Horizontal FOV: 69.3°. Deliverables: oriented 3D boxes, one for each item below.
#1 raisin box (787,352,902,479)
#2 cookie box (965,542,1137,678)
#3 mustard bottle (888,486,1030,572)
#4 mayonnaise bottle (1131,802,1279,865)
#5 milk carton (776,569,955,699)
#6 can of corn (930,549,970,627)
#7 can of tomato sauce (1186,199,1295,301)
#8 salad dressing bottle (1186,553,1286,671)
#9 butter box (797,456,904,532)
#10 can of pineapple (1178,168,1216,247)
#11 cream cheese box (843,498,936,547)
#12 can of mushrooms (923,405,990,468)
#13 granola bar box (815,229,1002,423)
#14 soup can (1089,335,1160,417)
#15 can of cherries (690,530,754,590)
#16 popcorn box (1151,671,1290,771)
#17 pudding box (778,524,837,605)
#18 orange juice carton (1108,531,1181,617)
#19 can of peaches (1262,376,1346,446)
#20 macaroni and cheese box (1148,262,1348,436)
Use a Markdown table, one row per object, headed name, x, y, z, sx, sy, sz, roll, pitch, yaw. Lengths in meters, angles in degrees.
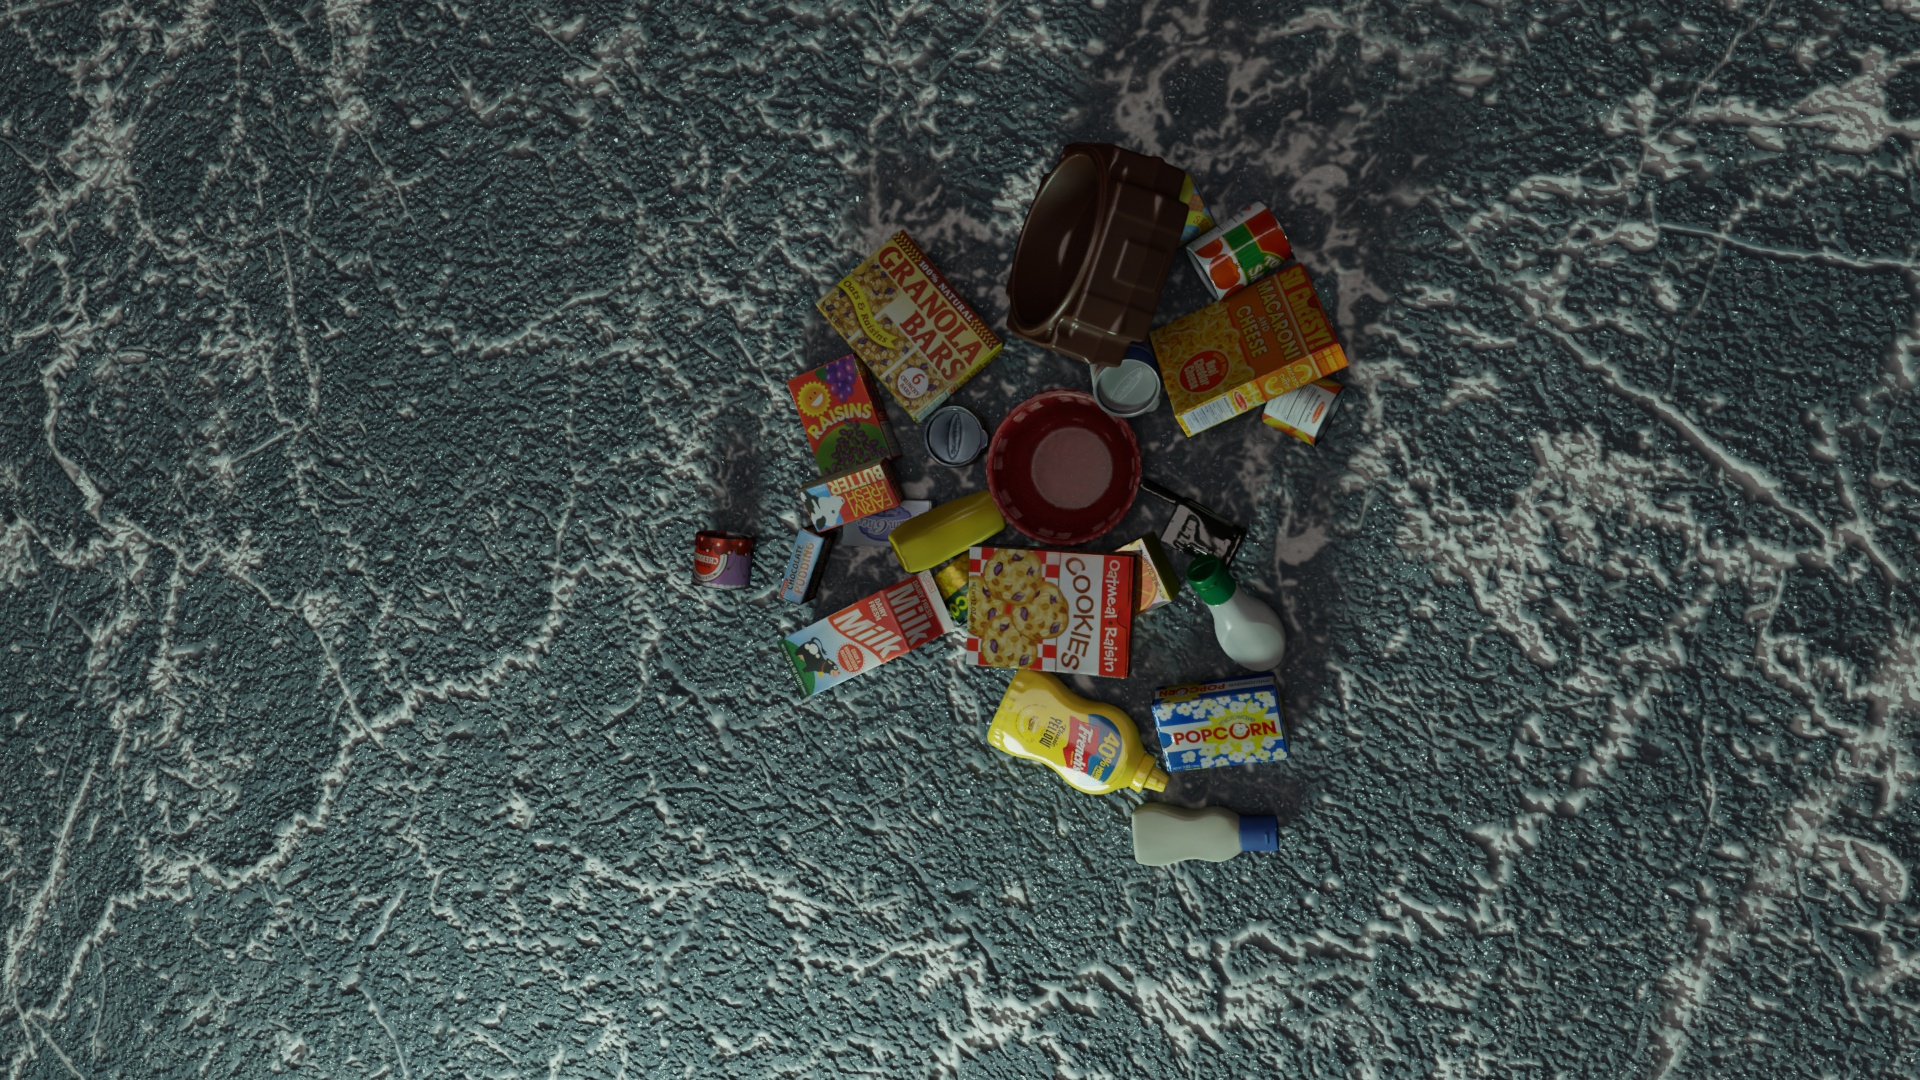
| name | x | y | z | sx | sy | sz | roll | pitch | yaw |
| --- | --- | --- | --- | --- | --- | --- | --- | --- | --- |
| raisin box | -0.126 | -0.133 | 1.518 | 0.086 | 0.040 | 0.123 | -21 | 91 | 18 |
| cookie box | 0.091 | 0.069 | 1.396 | 0.167 | 0.040 | 0.122 | 4 | 96 | 17 |
| mustard bottle | 0.005 | -0.018 | 1.470 | 0.160 | 0.065 | 0.048 | -24 | 111 | -9 |
| mayonnaise bottle | 0.256 | 0.306 | 1.449 | 0.148 | 0.041 | 0.064 | -4 | 96 | 15 |
| milk carton | -0.095 | 0.098 | 1.496 | 0.190 | 0.074 | 0.072 | -26 | 88 | 27 |
| can of corn | 0.006 | 0.050 | 1.481 | 0.071 | 0.071 | 0.058 | -39 | 83 | 16 |
| can of tomato sauce | 0.275 | -0.283 | 1.367 | 0.083 | 0.071 | 0.071 | -31 | 86 | 7 |
| salad dressing bottle | 0.273 | 0.071 | 1.377 | 0.064 | 0.044 | 0.147 | -27 | 127 | 20 |
| butter box | -0.118 | -0.049 | 1.497 | 0.103 | 0.024 | 0.053 | -18 | 110 | 17 |
| can of pineapple | 0.216 | -0.327 | 1.386 | 0.058 | 0.071 | 0.071 | -27 | 88 | 17 |
| cream cheese box | -0.078 | -0.020 | 1.522 | 0.104 | 0.024 | 0.053 | 2 | 96 | 16 |
| can of mushrooms | -0.001 | -0.111 | 1.487 | 0.071 | 0.033 | 0.071 | 1 | 95 | 16 |
| granola bar box | -0.054 | -0.227 | 1.472 | 0.124 | 0.039 | 0.165 | -41 | 83 | -1 |
| soup can | 0.166 | -0.171 | 1.398 | 0.071 | 0.084 | 0.071 | 0 | 125 | 1 |
| can of cherries | -0.268 | 0.021 | 1.556 | 0.071 | 0.071 | 0.058 | 9 | 98 | 15 |
| popcorn box | 0.267 | 0.186 | 1.421 | 0.126 | 0.038 | 0.085 | -10 | 115 | 16 |
| pudding box | -0.169 | 0.026 | 1.540 | 0.030 | 0.050 | 0.083 | 22 | 101 | 11 |
| orange juice carton | 0.125 | 0.064 | 1.446 | 0.192 | 0.073 | 0.072 | -26 | 88 | 17 |
| can of peaches | 0.339 | -0.134 | 1.370 | 0.058 | 0.071 | 0.071 | 28 | 102 | 17 |
| macaroni and cheese box | 0.279 | -0.188 | 1.360 | 0.166 | 0.040 | 0.124 | -24 | 48 | 17 |
